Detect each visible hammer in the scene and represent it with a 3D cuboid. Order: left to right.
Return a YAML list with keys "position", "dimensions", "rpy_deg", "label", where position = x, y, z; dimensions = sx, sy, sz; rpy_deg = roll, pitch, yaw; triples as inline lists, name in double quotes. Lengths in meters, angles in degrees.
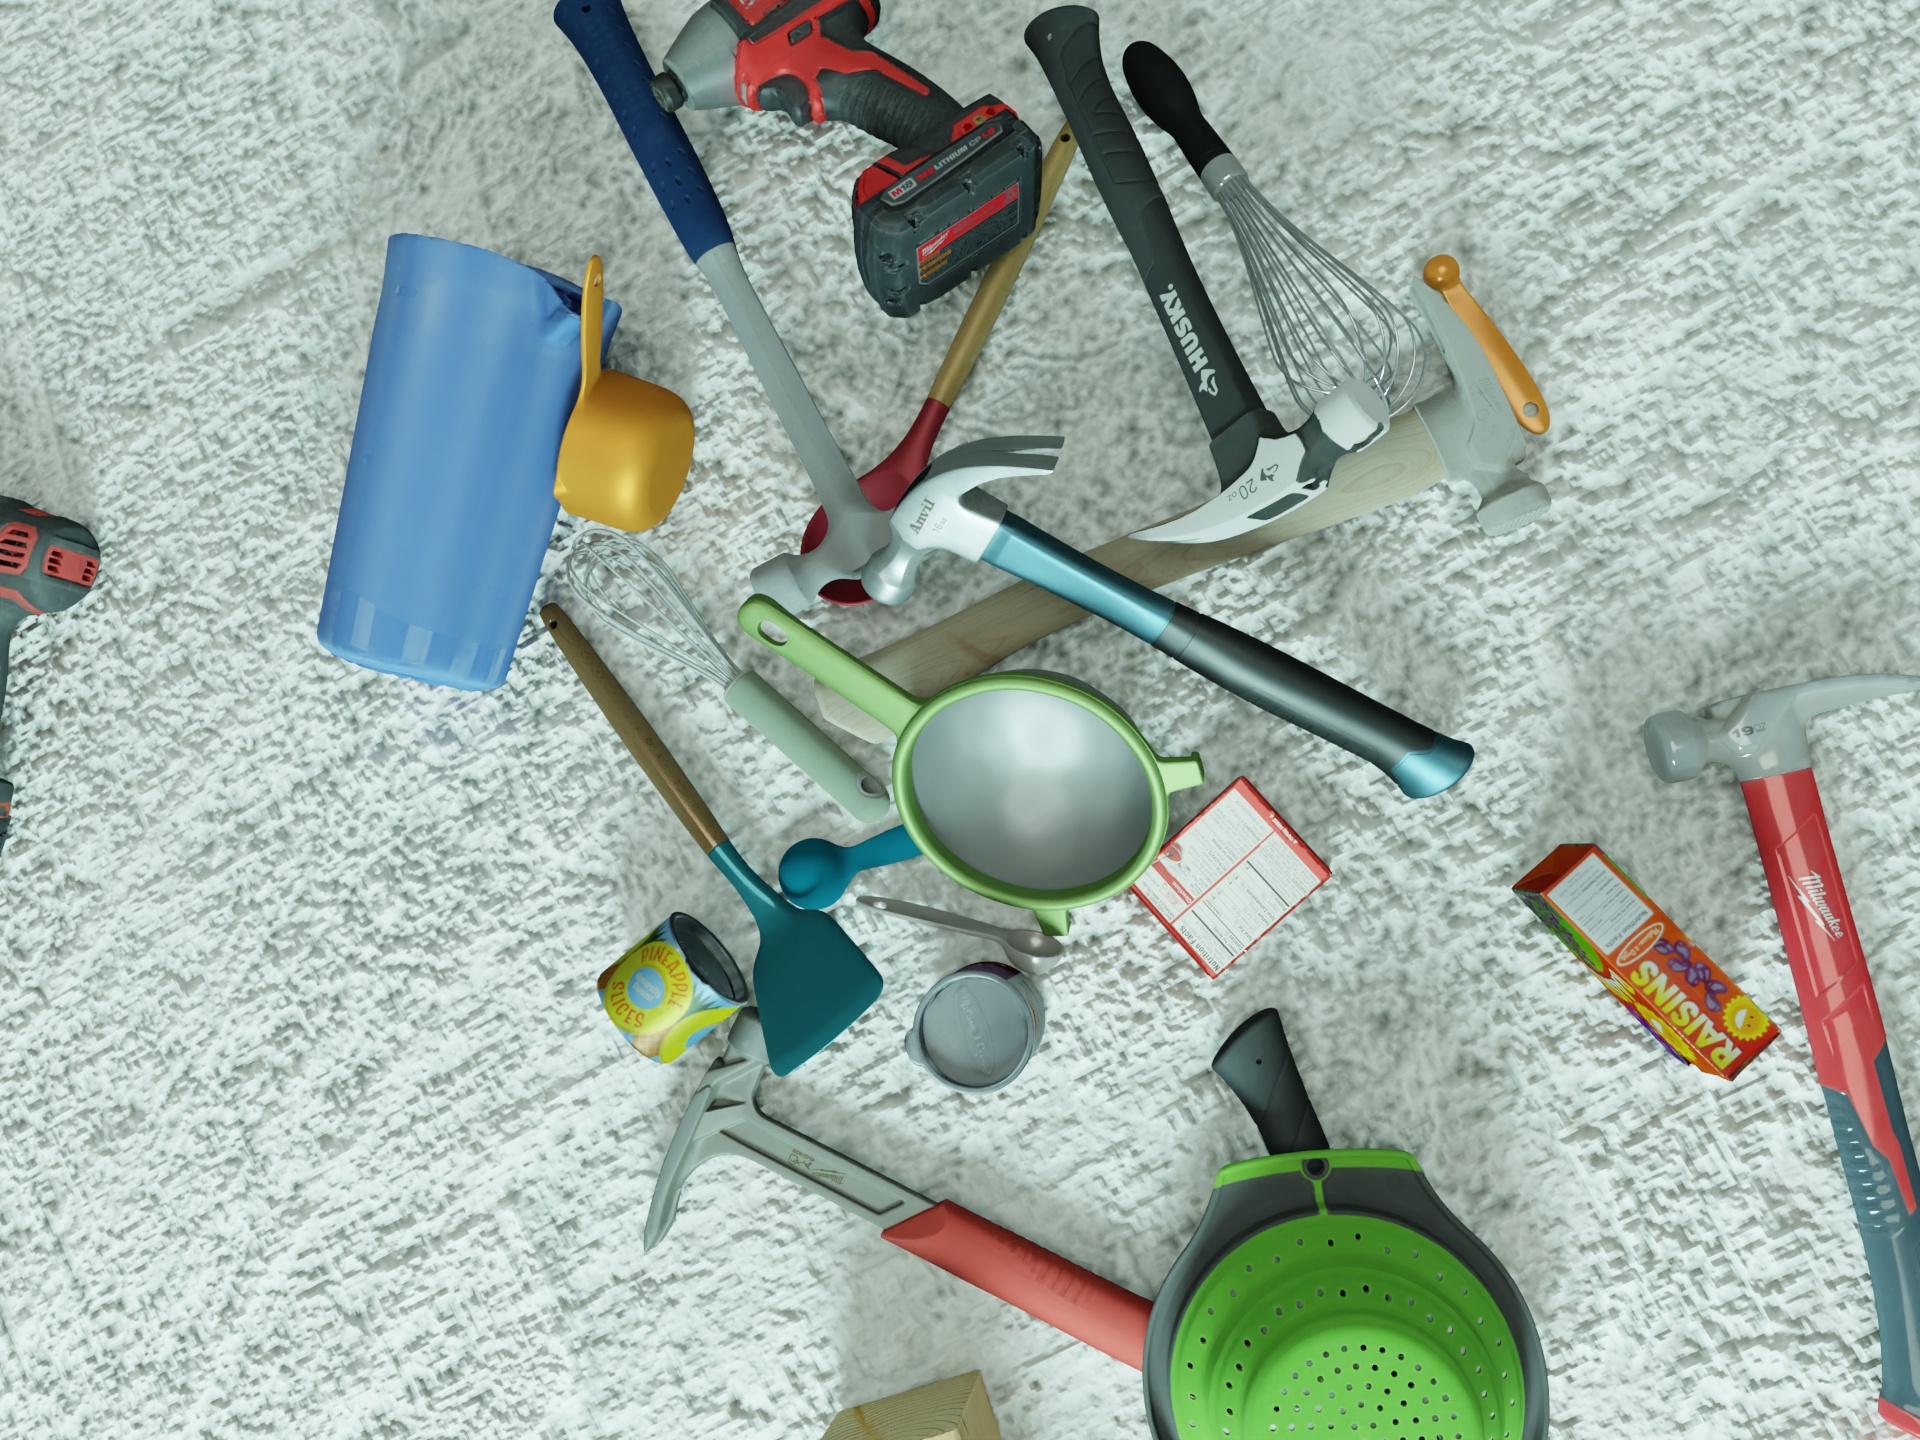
- position: [-0.132, -0.264, 0.923]
  dimensions: [0.144, 0.035, 0.406]
  rpy_deg: [-29, 77, 6]
  label: "hammer"
- position: [0.003, 0.301, 0.880]
  dimensions: [0.359, 0.036, 0.149]
  rpy_deg: [24, 91, 11]
  label: "hammer"
- position: [0.104, -0.099, 0.889]
  dimensions: [0.410, 0.038, 0.146]
  rpy_deg: [-23, 81, 8]
  label: "hammer"
- position: [0.102, -0.250, 0.854]
  dimensions: [0.146, 0.035, 0.335]
  rpy_deg: [-38, 64, 39]
  label: "hammer"
- position: [0.118, -0.044, 0.836]
  dimensions: [0.331, 0.033, 0.128]
  rpy_deg: [27, 132, -7]
  label: "hammer"
- position: [0.233, 0.349, 0.838]
  dimensions: [0.149, 0.036, 0.409]
  rpy_deg: [-23, 83, 7]
  label: "hammer"
- position: [0.469, 0.170, 0.807]
  dimensions: [0.143, 0.038, 0.386]
  rpy_deg: [-13, 84, 7]
  label: "hammer"

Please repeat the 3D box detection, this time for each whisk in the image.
- position: [-0.136, -0.025, 0.925]
  dimensions: [0.246, 0.058, 0.059]
  rpy_deg: [41, 128, 7]
  label: "whisk"
- position: [0.160, -0.272, 0.862]
  dimensions: [0.070, 0.070, 0.285]
  rpy_deg: [-30, 67, 7]
  label: "whisk"

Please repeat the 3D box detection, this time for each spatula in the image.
- position: [-0.157, 0.052, 0.912]
  dimensions: [0.082, 0.044, 0.318]
  rpy_deg: [-41, 76, 12]
  label: "spatula"

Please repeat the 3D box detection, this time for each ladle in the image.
- position: [-0.003, -0.207, 0.919]
  dimensions: [0.069, 0.031, 0.315]
  rpy_deg: [26, 89, 11]
  label: "ladle"

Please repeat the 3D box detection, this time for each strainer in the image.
- position: [-0.001, -0.003, 0.864]
  dimensions: [0.256, 0.069, 0.151]
  rpy_deg: [33, 125, -3]
  label: "strainer"

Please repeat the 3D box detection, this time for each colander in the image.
- position: [0.200, 0.417, 0.770]
  dimensions: [0.204, 0.094, 0.397]
  rpy_deg: [-7, 84, 6]
  label: "colander"

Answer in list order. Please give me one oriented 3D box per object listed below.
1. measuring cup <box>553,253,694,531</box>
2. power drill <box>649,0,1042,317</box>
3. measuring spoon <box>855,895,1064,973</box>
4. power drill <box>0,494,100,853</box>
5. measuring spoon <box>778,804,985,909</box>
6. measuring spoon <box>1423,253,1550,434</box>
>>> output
- position: [-0.183, -0.178, 0.884]
  dimensions: [0.052, 0.173, 0.095]
  rpy_deg: [21, 51, 5]
  label: "measuring cup"
- position: [-0.067, -0.338, 0.893]
  dimensions: [0.143, 0.078, 0.220]
  rpy_deg: [-36, 71, -12]
  label: "power drill"
- position: [-0.002, 0.121, 0.899]
  dimensions: [0.124, 0.034, 0.018]
  rpy_deg: [13, 107, 15]
  label: "measuring spoon"
- position: [-0.659, -0.041, 0.999]
  dimensions: [0.188, 0.080, 0.227]
  rpy_deg: [15, 86, 10]
  label: "power drill"
- position: [-0.047, 0.074, 0.910]
  dimensions: [0.128, 0.021, 0.042]
  rpy_deg: [-20, 83, 10]
  label: "measuring spoon"
- position: [0.291, -0.208, 0.875]
  dimensions: [0.021, 0.011, 0.117]
  rpy_deg: [-30, 82, 7]
  label: "measuring spoon"
